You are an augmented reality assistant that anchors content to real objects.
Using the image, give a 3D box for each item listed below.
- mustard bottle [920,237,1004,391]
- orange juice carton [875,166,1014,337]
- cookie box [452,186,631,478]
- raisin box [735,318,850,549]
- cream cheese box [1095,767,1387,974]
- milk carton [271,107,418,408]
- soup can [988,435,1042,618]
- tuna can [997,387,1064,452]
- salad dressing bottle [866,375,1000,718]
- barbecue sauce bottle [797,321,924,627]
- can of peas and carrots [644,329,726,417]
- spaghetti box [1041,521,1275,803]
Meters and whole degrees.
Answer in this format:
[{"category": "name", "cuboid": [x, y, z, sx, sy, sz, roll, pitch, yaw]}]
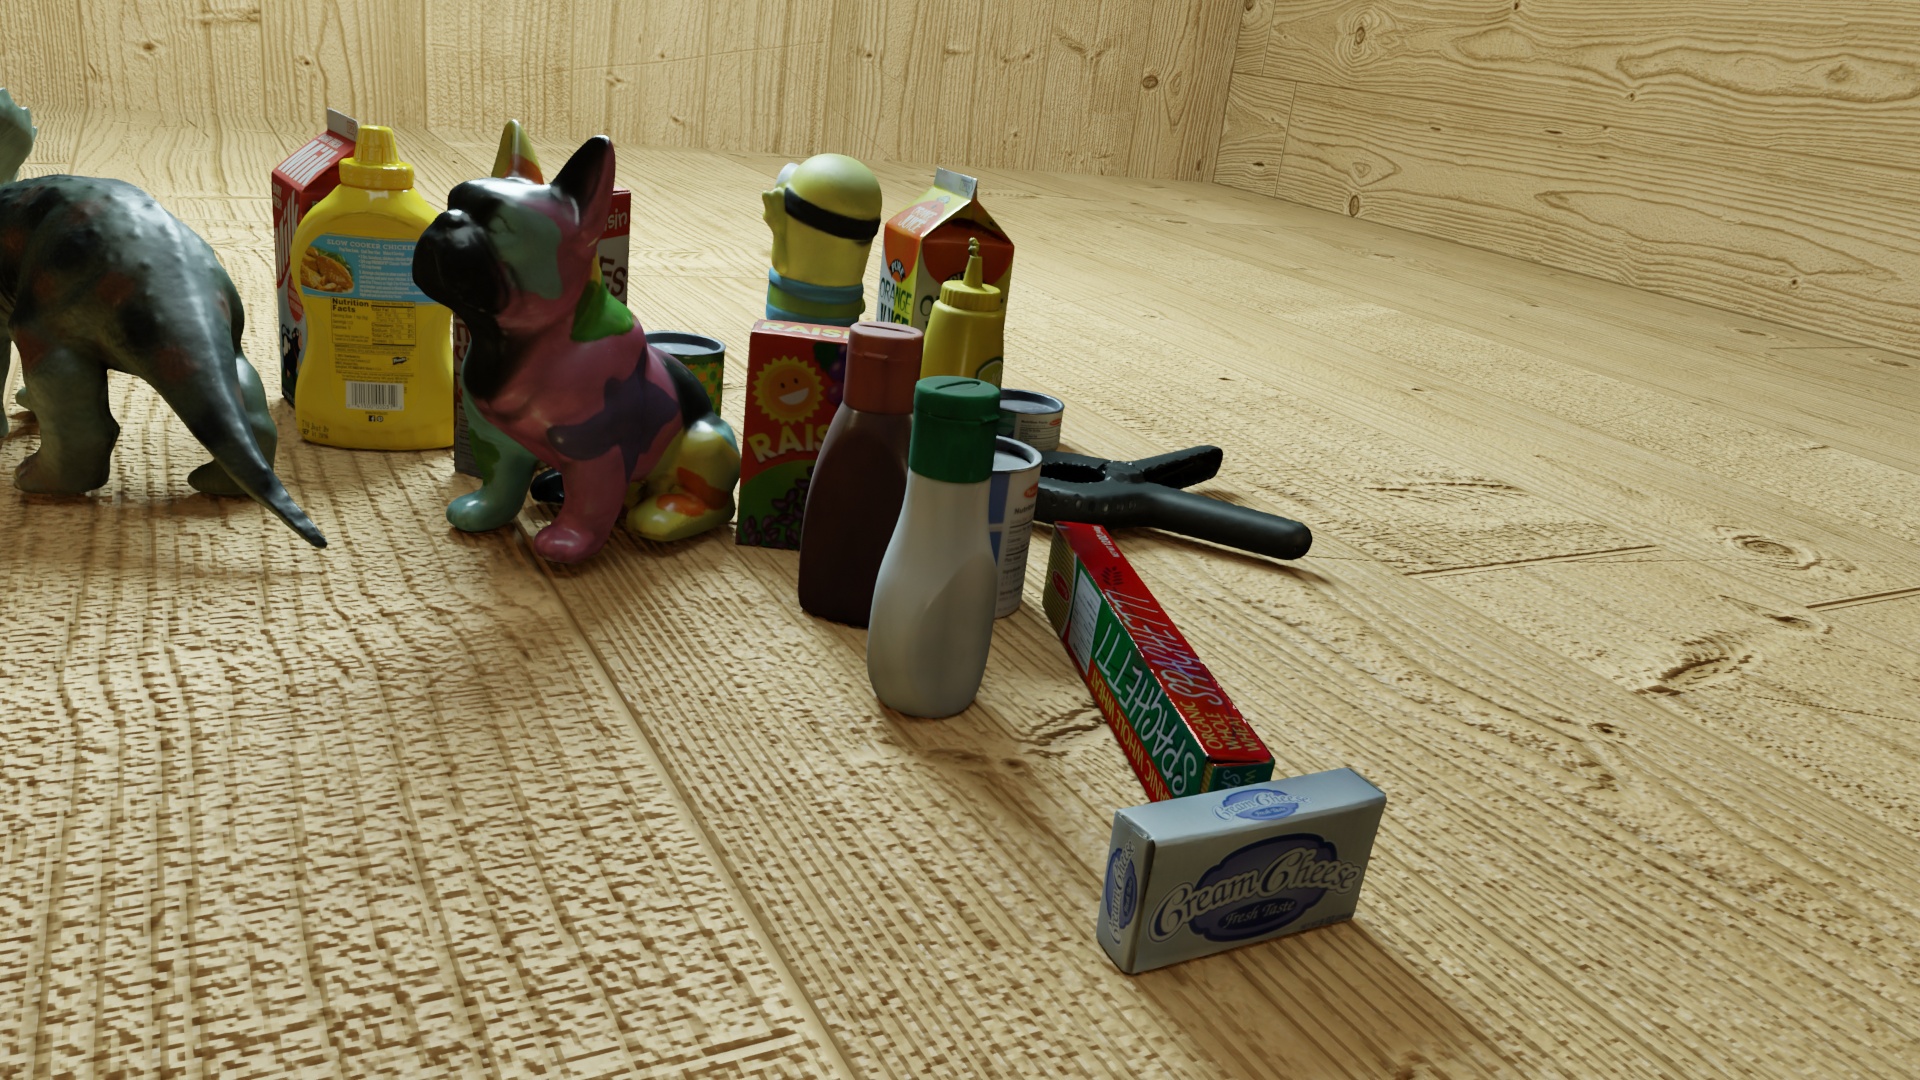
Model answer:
[{"category": "mustard bottle", "cuboid": [0.001, -0.118, 0.917, 0.049, 0.159, 0.065, 16, 22, 23]}, {"category": "orange juice carton", "cuboid": [-0.014, -0.164, 0.987, 0.073, 0.191, 0.072, -2, 22, -23]}, {"category": "cookie box", "cuboid": [-0.255, -0.132, 0.856, 0.040, 0.166, 0.123, 14, 21, 19]}, {"category": "raisin box", "cuboid": [-0.078, -0.057, 0.780, 0.086, 0.123, 0.040, 6, 20, -3]}, {"category": "cream cheese box", "cuboid": [0.098, 0.114, 0.484, 0.104, 0.053, 0.024, -4, 23, -28]}, {"category": "milk carton", "cuboid": [-0.395, -0.177, 0.895, 0.074, 0.189, 0.072, -9, 26, -38]}, {"category": "soup can", "cuboid": [0.003, -0.009, 0.736, 0.071, 0.083, 0.071, 6, 20, -2]}, {"category": "tuna can", "cuboid": [0.041, -0.090, 1.037, 0.071, 0.032, 0.071, 6, 20, -2]}, {"category": "salad dressing bottle", "cuboid": [-0.009, 0.003, 0.608, 0.044, 0.147, 0.064, 22, 25, 35]}, {"category": "barbecue sauce bottle", "cuboid": [-0.044, -0.032, 0.689, 0.065, 0.148, 0.044, 11, 20, 9]}, {"category": "can of peas and carrots", "cuboid": [-0.201, -0.111, 0.973, 0.071, 0.058, 0.071, 6, 20, -2]}, {"category": "spaghetti box", "cuboid": [0.080, 0.058, 0.630, 0.029, 0.050, 0.251, 3, 21, -12]}]
